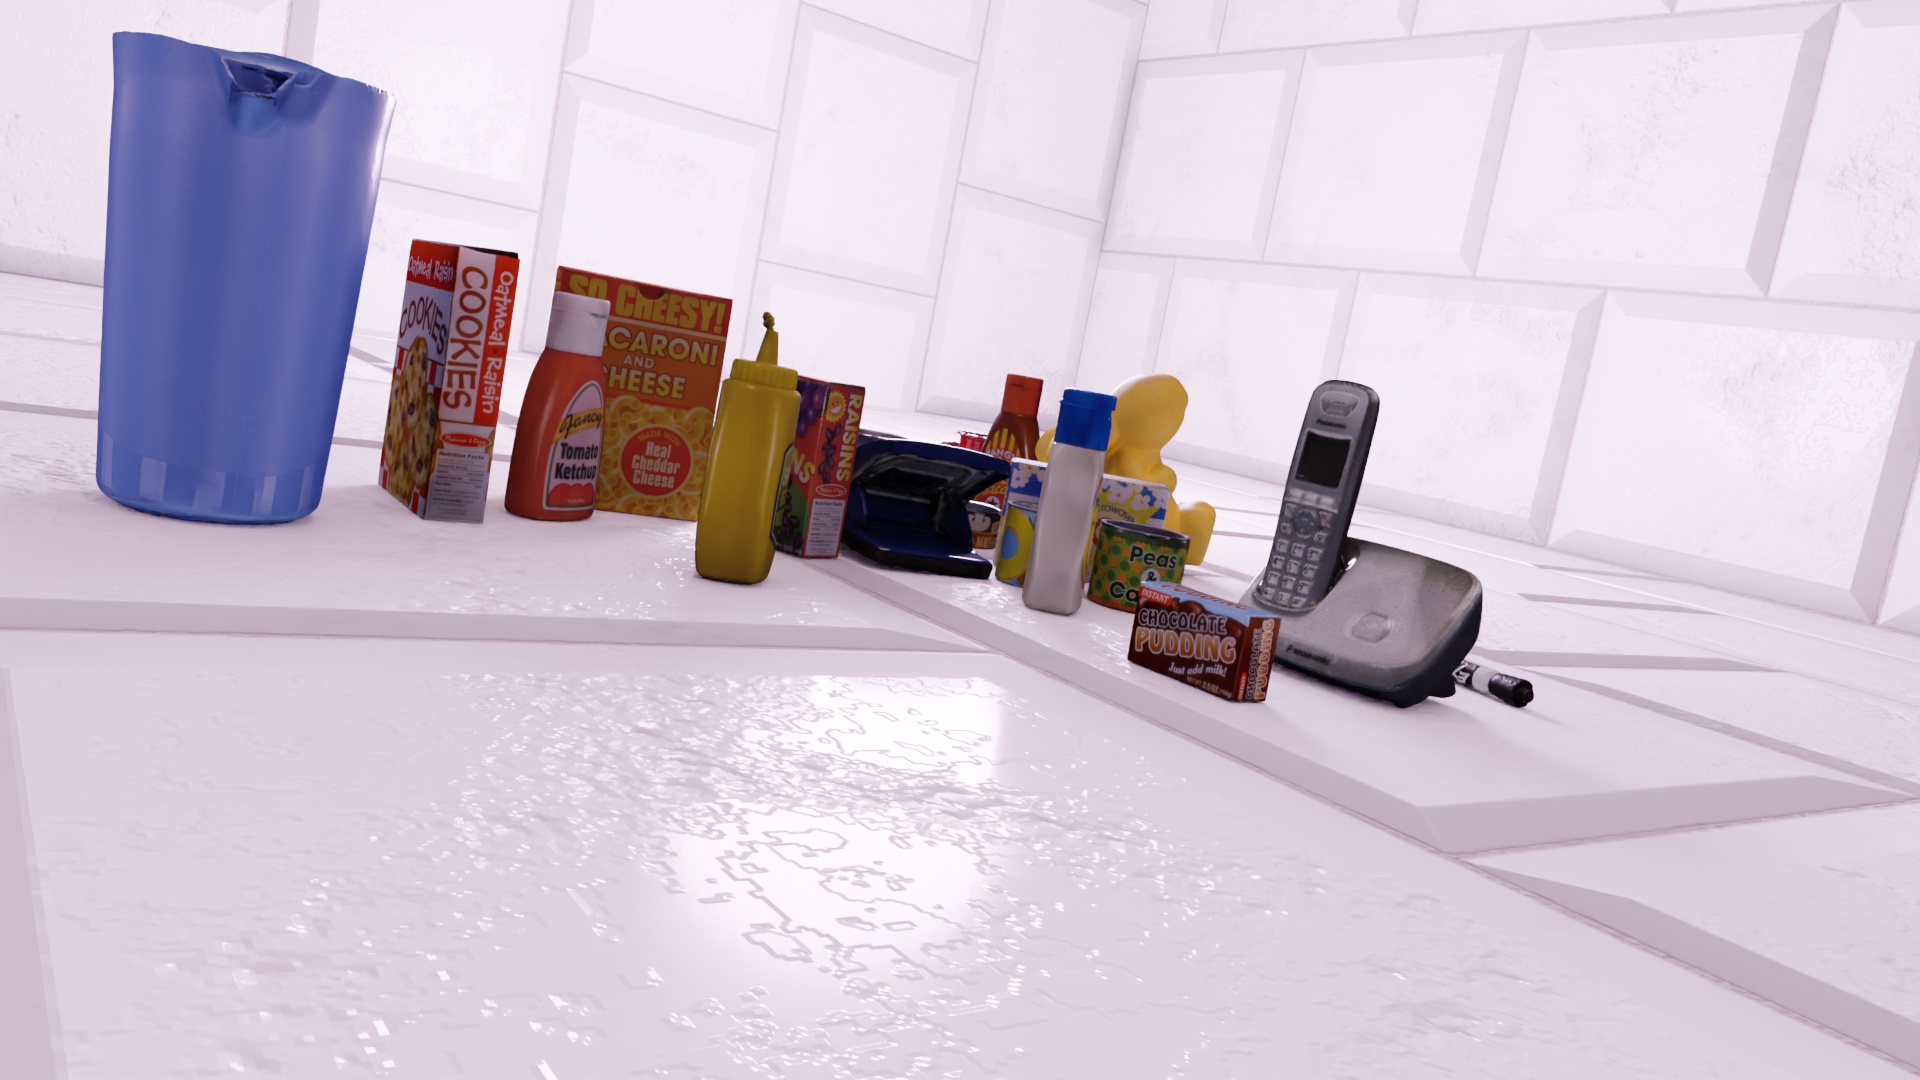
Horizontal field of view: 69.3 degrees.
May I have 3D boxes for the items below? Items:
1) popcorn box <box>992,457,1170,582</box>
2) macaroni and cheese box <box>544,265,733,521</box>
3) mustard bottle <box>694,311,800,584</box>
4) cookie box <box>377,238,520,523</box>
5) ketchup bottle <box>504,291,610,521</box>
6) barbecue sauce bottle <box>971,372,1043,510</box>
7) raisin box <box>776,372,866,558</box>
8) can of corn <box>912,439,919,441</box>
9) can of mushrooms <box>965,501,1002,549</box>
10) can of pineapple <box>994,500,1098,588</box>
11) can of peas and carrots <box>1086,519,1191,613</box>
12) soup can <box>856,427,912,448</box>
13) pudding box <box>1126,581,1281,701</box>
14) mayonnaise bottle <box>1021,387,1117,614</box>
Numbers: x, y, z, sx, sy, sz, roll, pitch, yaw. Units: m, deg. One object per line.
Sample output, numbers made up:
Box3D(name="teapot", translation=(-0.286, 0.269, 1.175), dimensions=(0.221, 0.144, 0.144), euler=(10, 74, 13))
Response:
Box3D(name="popcorn box", translation=(0.095, -0.012, 1.093), dimensions=(0.127, 0.085, 0.038), euler=(10, 7, -2))
Box3D(name="macaroni and cheese box", translation=(-0.239, -0.104, 1.003), dimensions=(0.124, 0.166, 0.040), euler=(7, 7, -25))
Box3D(name="mustard bottle", translation=(-0.123, -0.056, 0.824), dimensions=(0.049, 0.160, 0.065), euler=(10, 7, -4))
Box3D(name="cookie box", translation=(-0.326, -0.105, 0.882), dimensions=(0.040, 0.167, 0.123), euler=(6, 8, -36))
Box3D(name="ketchup bottle", translation=(-0.263, -0.089, 0.922), dimensions=(0.043, 0.148, 0.065), euler=(14, 8, 25))
Box3D(name="barbecue sauce bottle", translation=(0.049, -0.086, 1.340), dimensions=(0.065, 0.148, 0.044), euler=(14, 8, 28))
Box3D(name="raisin box", translation=(-0.118, -0.056, 0.977), dimensions=(0.086, 0.123, 0.040), euler=(16, 9, 40))
Box3D(name="can of corn", translation=(-0.069, -0.079, 1.471), dimensions=(0.071, 0.058, 0.071), euler=(10, 7, -1))
Box3D(name="can of mushrooms", translation=(0.004, -0.015, 1.185), dimensions=(0.071, 0.033, 0.071), euler=(10, 7, -1))
Box3D(name="can of pineapple", translation=(0.063, 0.005, 1.020), dimensions=(0.071, 0.057, 0.071), euler=(10, 7, -1))
Box3D(name="can of peas and carrots", translation=(0.129, 0.020, 1.000), dimensions=(0.071, 0.058, 0.071), euler=(10, 7, -1))
Box3D(name="soup can", translation=(-0.078, -0.045, 1.105), dimensions=(0.071, 0.083, 0.071), euler=(10, 7, -1))
Box3D(name="pudding box", translation=(0.135, 0.055, 0.777), dimensions=(0.030, 0.049, 0.084), euler=(5, 9, -39))
Box3D(name="mayonnaise bottle", translation=(0.074, -0.027, 0.932), dimensions=(0.041, 0.148, 0.065), euler=(11, 7, 7))
